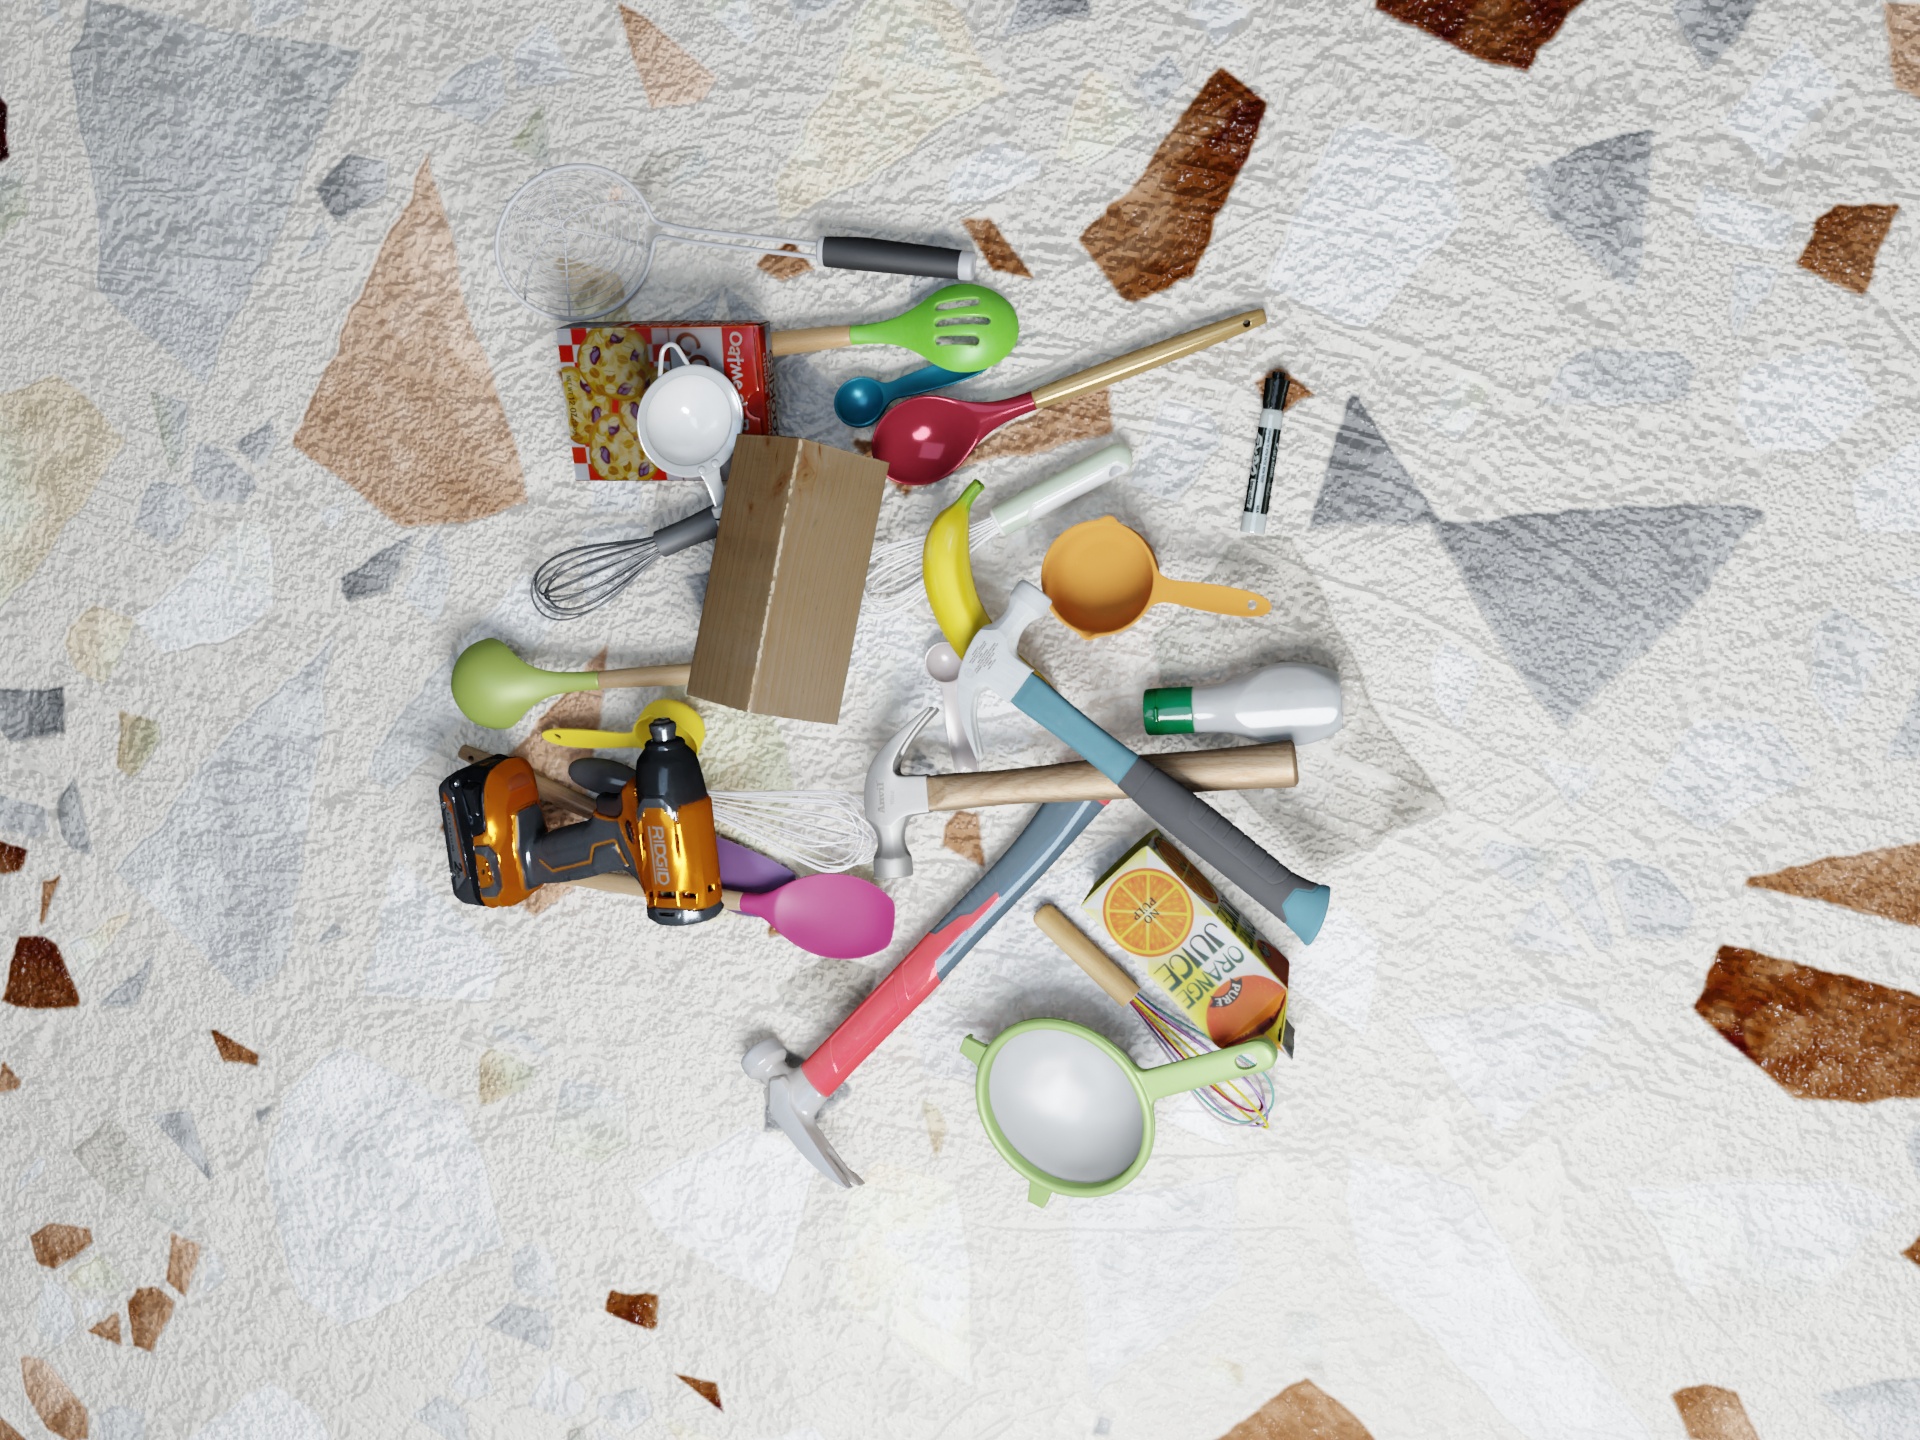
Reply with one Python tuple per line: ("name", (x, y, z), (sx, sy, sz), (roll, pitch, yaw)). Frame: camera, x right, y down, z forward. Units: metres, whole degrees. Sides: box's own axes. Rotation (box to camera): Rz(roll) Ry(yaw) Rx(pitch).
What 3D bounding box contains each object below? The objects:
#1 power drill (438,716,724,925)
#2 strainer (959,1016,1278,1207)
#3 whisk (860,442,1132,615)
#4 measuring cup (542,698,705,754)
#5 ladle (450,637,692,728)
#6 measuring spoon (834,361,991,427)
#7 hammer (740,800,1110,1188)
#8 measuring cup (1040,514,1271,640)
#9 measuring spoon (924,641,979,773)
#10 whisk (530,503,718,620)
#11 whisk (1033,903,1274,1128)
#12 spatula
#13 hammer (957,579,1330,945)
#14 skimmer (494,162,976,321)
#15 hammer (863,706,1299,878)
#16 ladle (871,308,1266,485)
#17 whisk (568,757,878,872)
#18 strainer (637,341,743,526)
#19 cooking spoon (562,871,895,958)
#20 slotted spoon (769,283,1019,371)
("power drill", (-0.303, 0.078, 1.285), (0.226, 0.084, 0.164), (1, 103, 19))
("strainer", (0.134, 0.276, 1.230), (0.256, 0.069, 0.151), (-23, 93, 29))
("whisk", (0.022, -0.150, 1.235), (0.246, 0.057, 0.059), (-27, 60, 10))
("measuring cup", (-0.282, 0.006, 1.329), (0.156, 0.029, 0.062), (1, 138, 25))
("ladle", (-0.270, -0.038, 1.321), (0.320, 0.062, 0.078), (-4, 101, 6))
("measuring spoon", (-0.036, -0.260, 1.251), (0.128, 0.021, 0.042), (-16, 73, 5))
("hammer", (-0.010, 0.199, 1.272), (0.386, 0.038, 0.143), (-47, 67, 11))
("measuring cup", (0.149, -0.102, 1.210), (0.173, 0.052, 0.095), (11, 99, 9))
("measuring spoon", (-0.002, -0.004, 1.276), (0.034, 0.018, 0.124), (-9, 102, 13))
("whisk", (-0.242, -0.141, 1.294), (0.239, 0.055, 0.055), (-22, 92, 10))
("whisk", (0.153, 0.233, 1.254), (0.245, 0.047, 0.051), (43, 105, 8))
("spatula", (-0.286, 0.089, 1.345), (0.316, 0.018, 0.059), (24, 107, 8))
("hammer", (0.135, 0.045, 1.169), (0.331, 0.033, 0.128), (39, 95, 9))
("skimmer", (-0.173, -0.356, 1.230), (0.363, 0.090, 0.127), (8, 131, 9))
("hammer", (0.088, 0.044, 1.212), (0.331, 0.031, 0.130), (-6, 88, 11))
("ladle", (0.080, -0.255, 1.217), (0.315, 0.031, 0.069), (-18, 115, 12))
("whisk", (-0.197, 0.070, 1.306), (0.284, 0.070, 0.070), (12, 99, 15))
("strainer", (-0.190, -0.172, 1.245), (0.087, 0.050, 0.258), (-28, 115, -21))
("cooking spoon", (-0.204, 0.147, 1.320), (0.319, 0.017, 0.069), (6, 90, 17))
("slotted spoon", (-0.110, -0.299, 1.255), (0.314, 0.031, 0.070), (-2, 85, 14))
